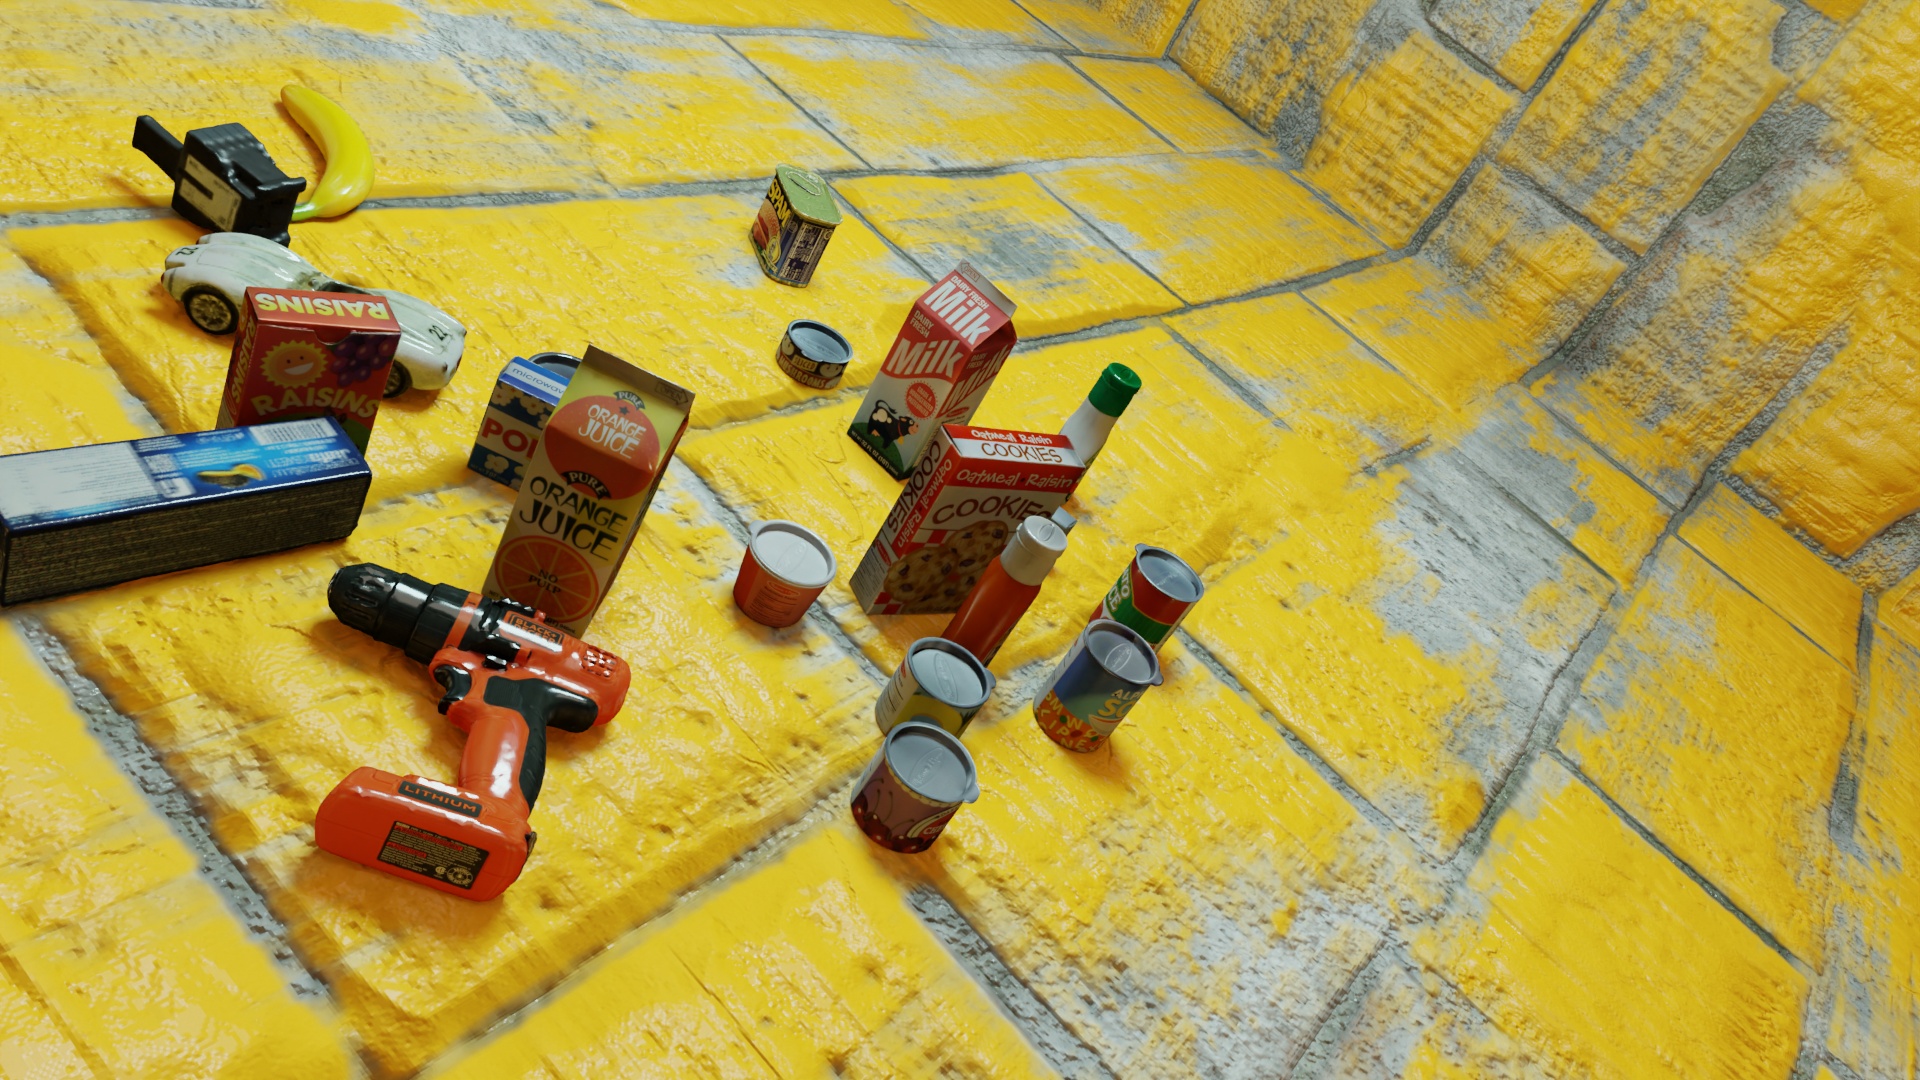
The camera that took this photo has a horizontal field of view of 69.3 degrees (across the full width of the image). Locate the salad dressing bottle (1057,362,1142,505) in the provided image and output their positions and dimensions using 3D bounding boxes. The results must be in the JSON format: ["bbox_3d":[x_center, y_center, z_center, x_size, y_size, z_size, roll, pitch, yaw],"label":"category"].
[{"bbox_3d":[0.117,-0.100,1.303,0.044,0.147,0.064,35,32,5],"label":"salad dressing bottle"}]

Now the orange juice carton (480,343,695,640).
[{"bbox_3d":[-0.234,-0.035,0.884,0.072,0.191,0.073,27,33,-9],"label":"orange juice carton"}]

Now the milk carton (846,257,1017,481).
[{"bbox_3d":[-0.018,-0.150,1.219,0.072,0.189,0.074,44,34,17],"label":"milk carton"}]

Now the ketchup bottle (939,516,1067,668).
[{"bbox_3d":[0.028,0.046,1.034,0.043,0.148,0.065,34,32,3],"label":"ketchup bottle"}]

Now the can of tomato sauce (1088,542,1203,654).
[{"bbox_3d":[0.156,0.056,1.190,0.071,0.082,0.071,22,34,-16],"label":"can of tomato sauce"}]

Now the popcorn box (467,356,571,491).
[{"bbox_3d":[-0.276,-0.065,0.988,0.127,0.084,0.038,25,33,-11],"label":"popcorn box"}]

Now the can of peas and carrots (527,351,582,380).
[{"bbox_3d":[-0.298,-0.097,1.035,0.071,0.058,0.071,22,34,-16],"label":"can of peas and carrots"}]

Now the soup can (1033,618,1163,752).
[{"bbox_3d":[0.106,0.114,1.069,0.071,0.083,0.072,22,34,-16],"label":"soup can"}]

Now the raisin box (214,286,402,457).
[{"bbox_3d":[-0.415,-0.099,0.880,0.086,0.122,0.040,-2,46,-42],"label":"raisin box"}]

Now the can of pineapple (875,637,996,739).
[{"bbox_3d":[-0.018,0.113,0.991,0.071,0.057,0.071,22,34,-16],"label":"can of pineapple"}]

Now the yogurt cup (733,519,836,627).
[{"bbox_3d":[-0.131,0.027,1.015,0.072,0.053,0.073,22,34,-16],"label":"yogurt cup"}]

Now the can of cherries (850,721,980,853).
[{"bbox_3d":[-0.030,0.164,0.913,0.071,0.058,0.072,22,34,-16],"label":"can of cherries"}]

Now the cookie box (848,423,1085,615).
[{"bbox_3d":[0.004,-0.013,1.076,0.123,0.166,0.040,2,43,-39],"label":"cookie box"}]

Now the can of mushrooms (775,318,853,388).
[{"bbox_3d":[-0.137,-0.173,1.294,0.071,0.033,0.071,22,34,-16],"label":"can of mushrooms"}]

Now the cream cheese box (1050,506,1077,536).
[{"bbox_3d":[0.048,-0.027,1.236,0.104,0.053,0.024,39,33,10],"label":"cream cheese box"}]
